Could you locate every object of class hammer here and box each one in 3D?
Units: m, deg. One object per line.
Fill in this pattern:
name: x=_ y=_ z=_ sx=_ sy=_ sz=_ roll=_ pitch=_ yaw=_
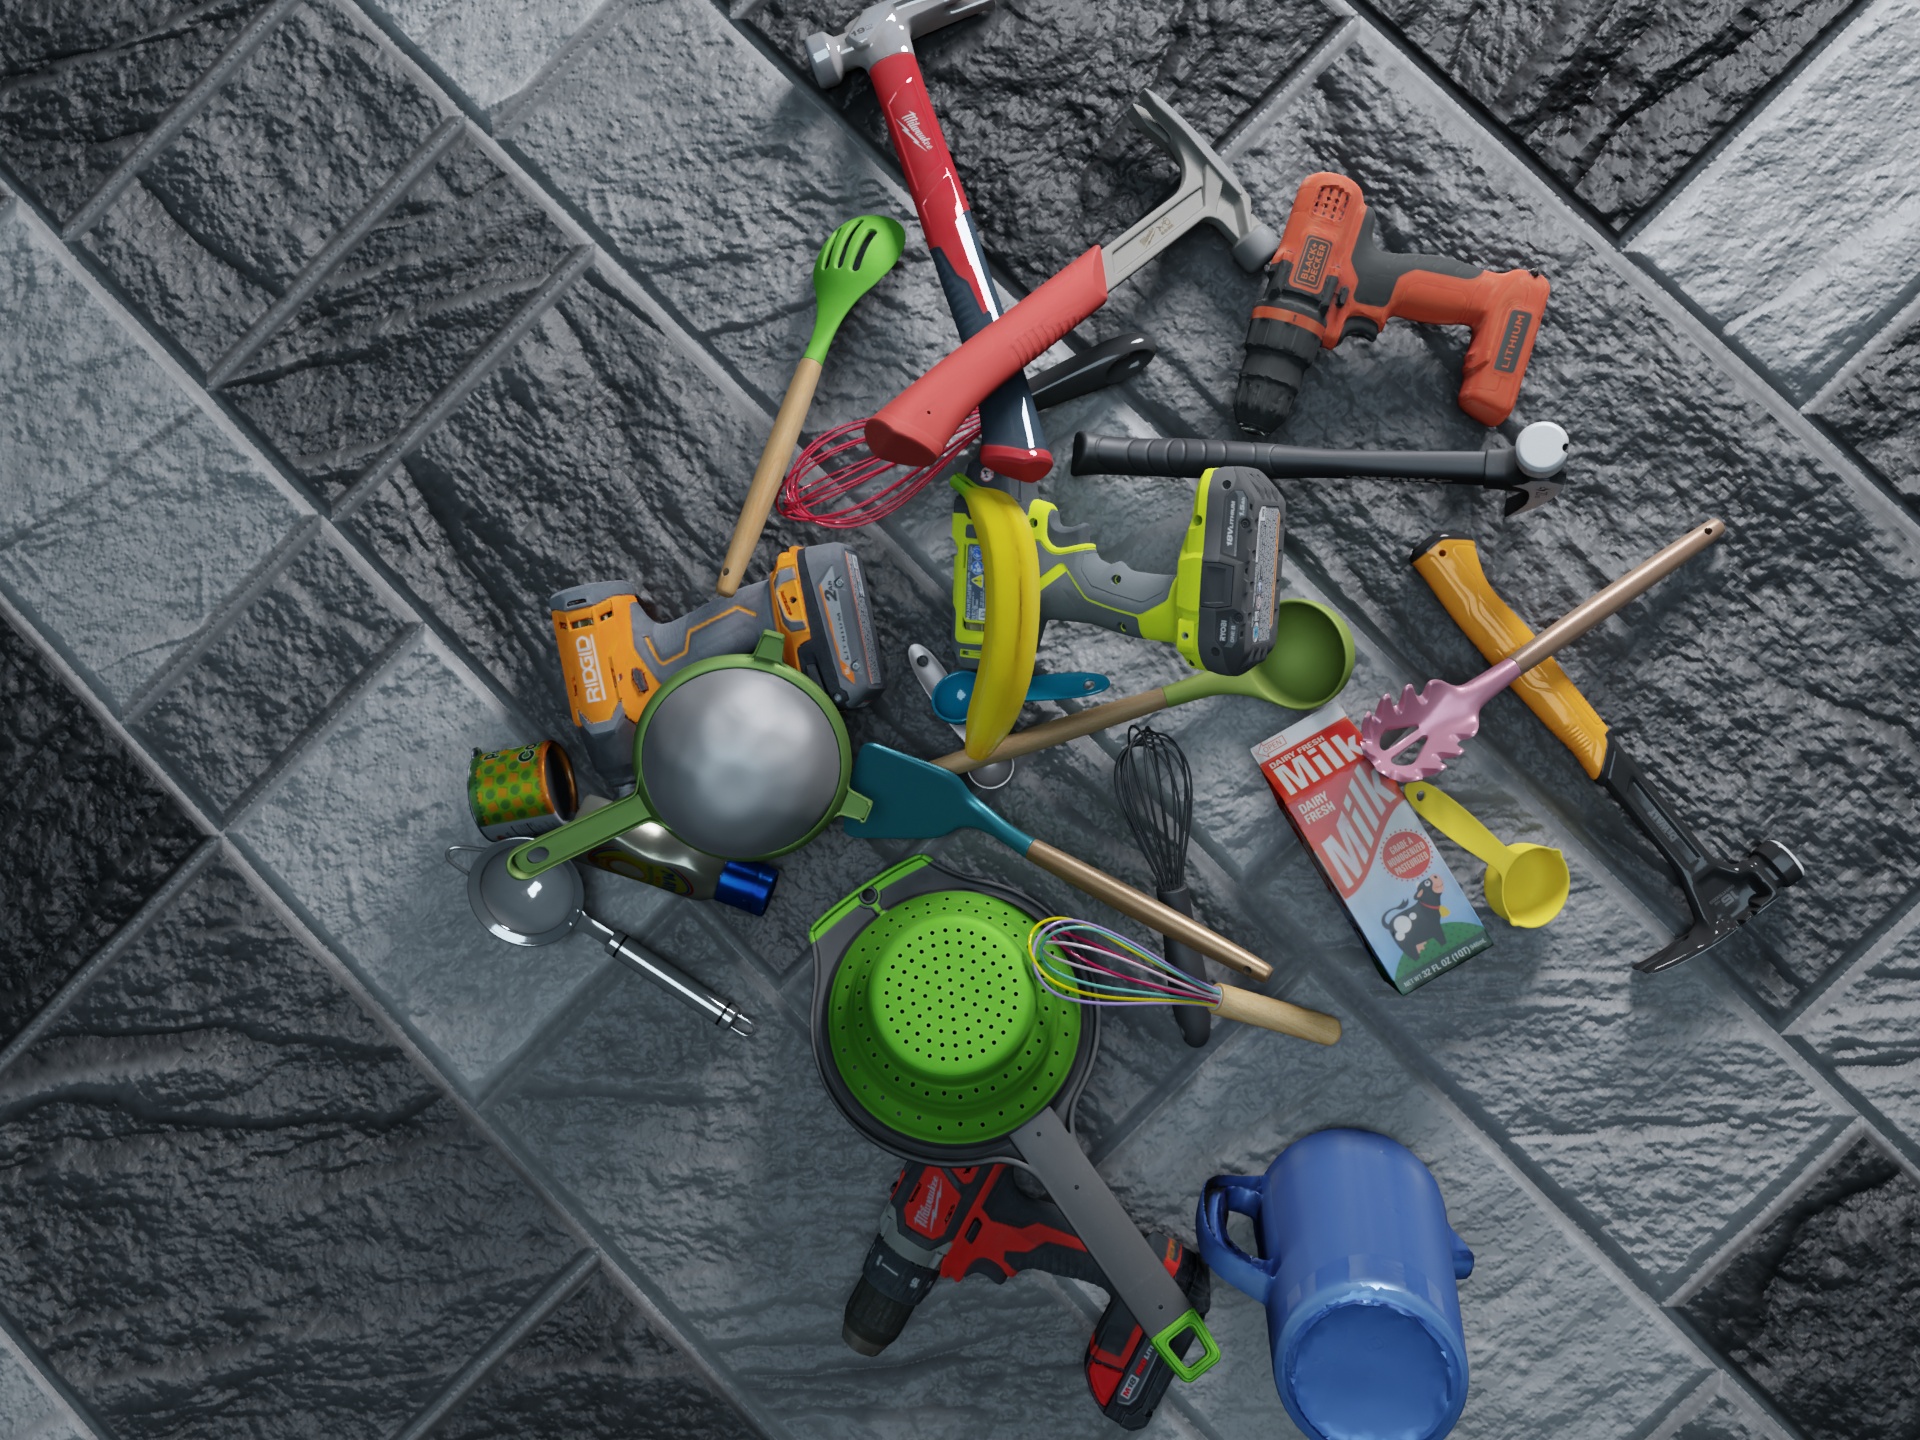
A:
hammer: x=0.008 y=-0.344 z=1.107 sx=0.143 sy=0.038 sz=0.387 roll=-19 pitch=72 yaw=5
hammer: x=0.237 y=-0.176 z=1.093 sx=0.335 sy=0.146 sz=0.035 roll=5 pitch=87 yaw=18
hammer: x=0.421 y=0.011 z=1.098 sx=0.127 sy=0.034 sz=0.337 roll=-38 pitch=85 yaw=3
hammer: x=0.063 y=-0.285 z=1.055 sx=0.149 sy=0.036 sz=0.359 roll=48 pitch=63 yaw=-1

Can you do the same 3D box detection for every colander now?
colander: x=0.042 y=0.256 z=1.051 sx=0.204 sy=0.094 sz=0.397 roll=-34 pitch=72 yaw=-11

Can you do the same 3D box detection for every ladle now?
ladle: x=0.118 y=-0.009 z=1.112 sx=0.320 sy=0.062 sz=0.078 roll=-18 pitch=86 yaw=3

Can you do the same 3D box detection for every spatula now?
spatula: x=0.065 y=0.106 z=1.094 sx=0.318 sy=0.044 sz=0.082 roll=26 pitch=122 yaw=19

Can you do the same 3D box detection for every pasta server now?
pasta server: x=0.394 y=-0.052 z=1.065 sx=0.316 sy=0.040 sz=0.060 roll=-33 pitch=76 yaw=-10

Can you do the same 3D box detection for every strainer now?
strainer: x=-0.197 y=0.057 z=1.072 sx=0.256 sy=0.069 sz=0.151 roll=-25 pitch=107 yaw=5
strainer: x=-0.259 y=0.159 z=1.165 sx=0.258 sy=0.050 sz=0.087 roll=33 pitch=105 yaw=0

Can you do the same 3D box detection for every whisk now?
whisk: x=0.145 y=0.117 z=1.104 sx=0.055 sy=0.055 sz=0.239 roll=-10 pitch=102 yaw=6
whisk: x=0.003 y=-0.212 z=1.139 sx=0.296 sy=0.073 sz=0.073 roll=-24 pitch=86 yaw=0
whisk: x=0.155 y=0.179 z=1.079 sx=0.244 sy=0.047 sz=0.051 roll=18 pitch=113 yaw=-19

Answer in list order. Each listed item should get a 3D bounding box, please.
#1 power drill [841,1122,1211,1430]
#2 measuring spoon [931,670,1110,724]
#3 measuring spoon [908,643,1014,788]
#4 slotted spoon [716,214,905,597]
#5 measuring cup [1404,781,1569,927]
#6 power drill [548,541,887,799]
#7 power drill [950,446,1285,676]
power drill: x=0.041 y=0.398 z=1.109 sx=0.227 sy=0.080 sz=0.188 roll=29 pitch=91 yaw=9
measuring spoon: x=0.044 y=-0.017 z=1.125 sx=0.128 sy=0.021 sz=0.042 roll=-5 pitch=59 yaw=14
measuring spoon: x=-0.002 y=-0.004 z=1.156 sx=0.034 sy=0.018 sz=0.124 roll=-33 pitch=79 yaw=-2
slotted spoon: x=-0.112 y=-0.230 z=1.122 sx=0.070 sy=0.031 sz=0.314 roll=10 pitch=74 yaw=31
measuring cup: x=0.349 y=0.084 z=1.078 sx=0.156 sy=0.029 sz=0.062 roll=36 pitch=84 yaw=-18
power drill: x=-0.174 y=-0.034 z=1.143 sx=0.226 sy=0.084 sz=0.164 roll=-11 pitch=90 yaw=9
power drill: x=0.100 y=-0.114 z=1.081 sx=0.223 sy=0.080 sz=0.171 roll=6 pitch=99 yaw=26
